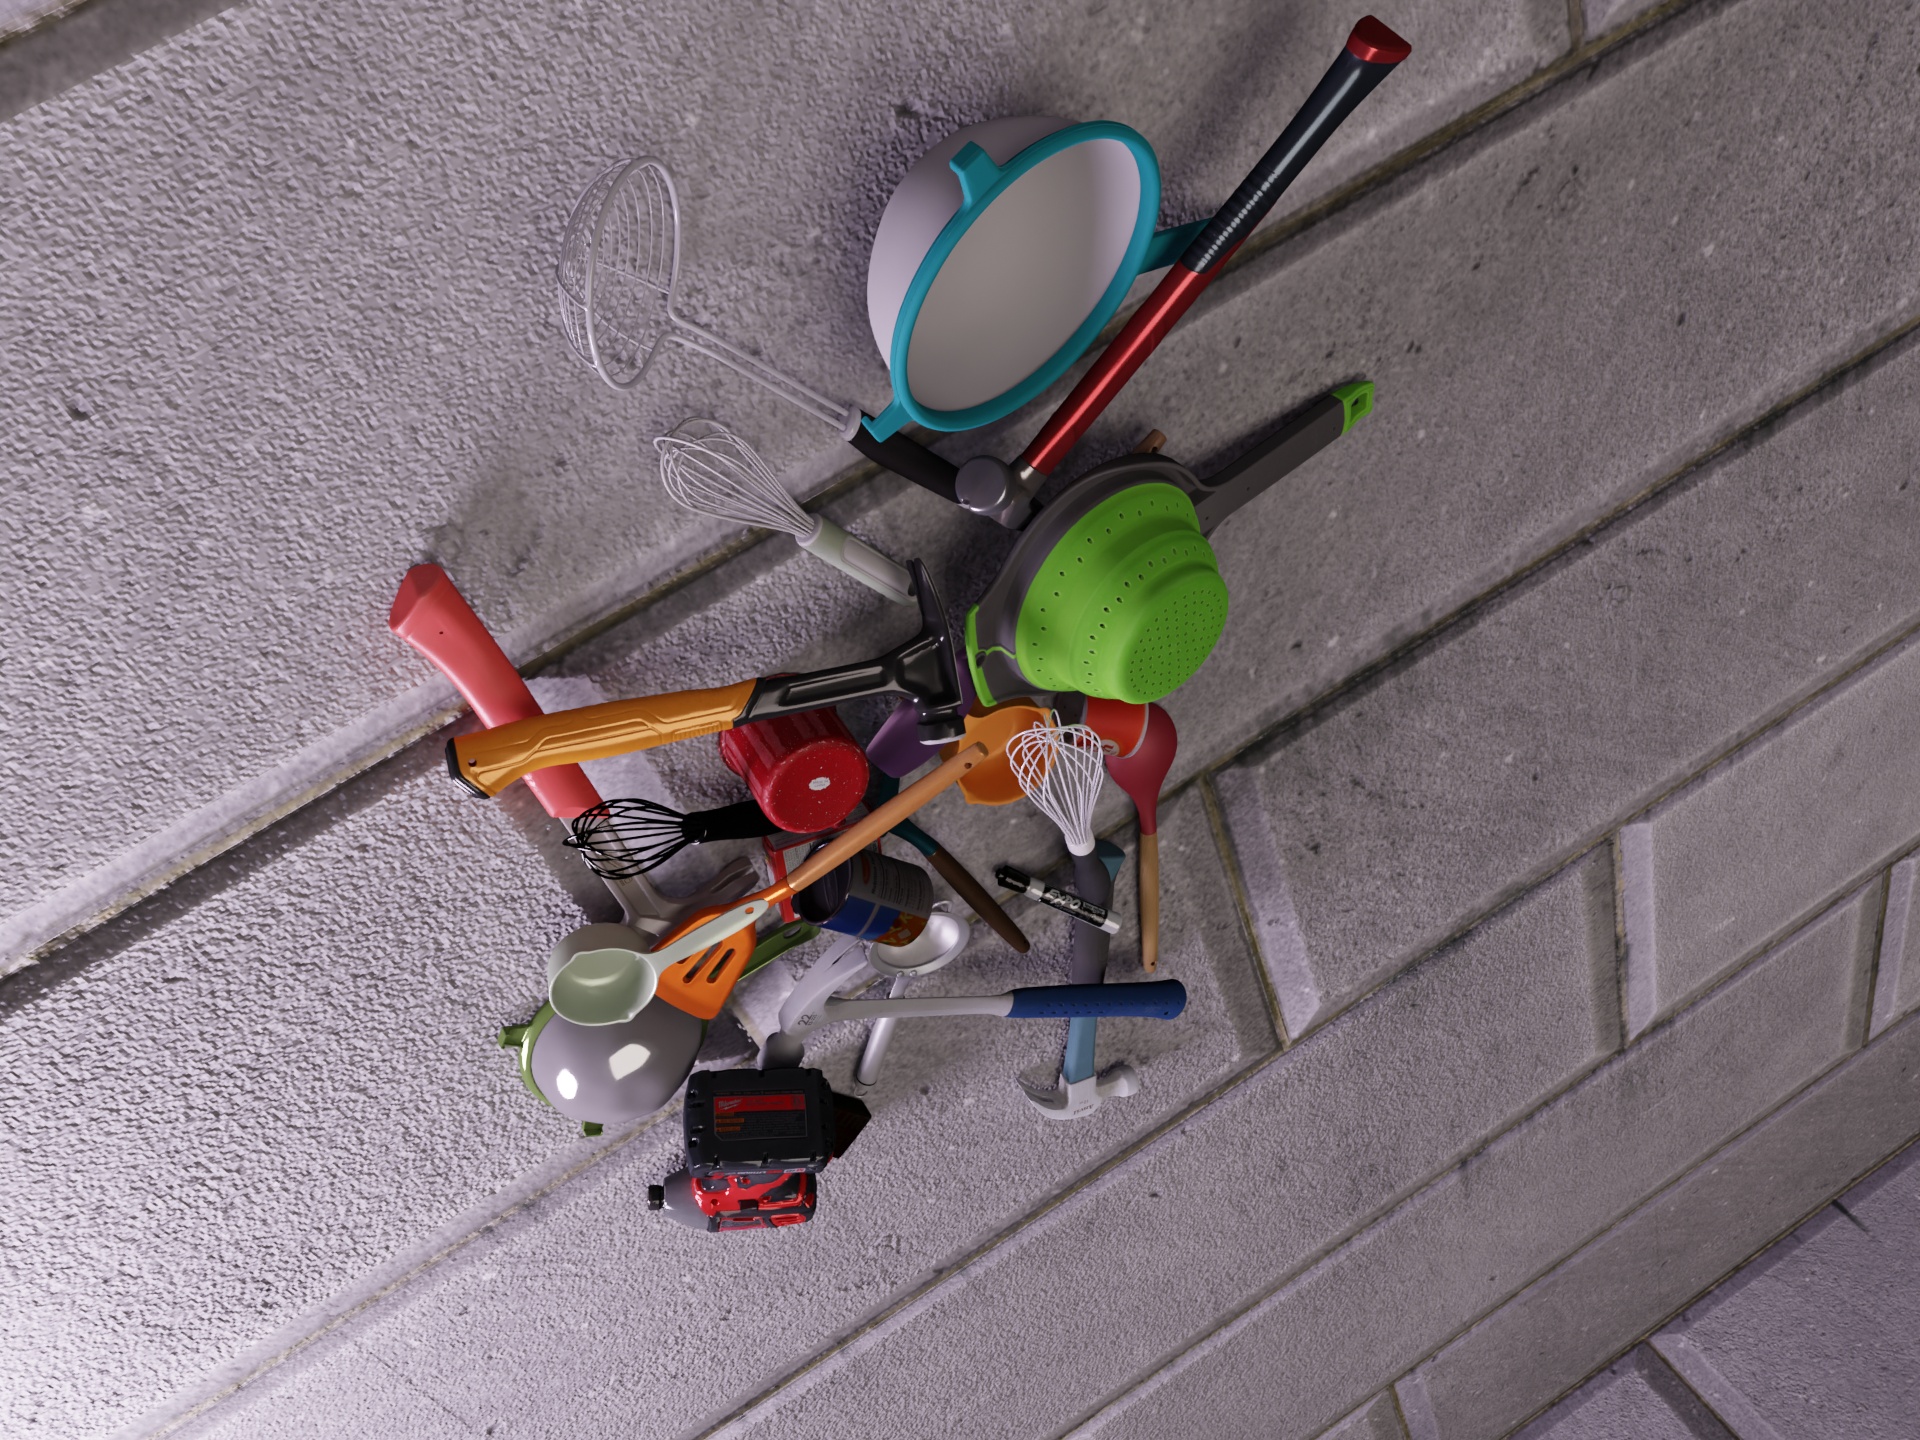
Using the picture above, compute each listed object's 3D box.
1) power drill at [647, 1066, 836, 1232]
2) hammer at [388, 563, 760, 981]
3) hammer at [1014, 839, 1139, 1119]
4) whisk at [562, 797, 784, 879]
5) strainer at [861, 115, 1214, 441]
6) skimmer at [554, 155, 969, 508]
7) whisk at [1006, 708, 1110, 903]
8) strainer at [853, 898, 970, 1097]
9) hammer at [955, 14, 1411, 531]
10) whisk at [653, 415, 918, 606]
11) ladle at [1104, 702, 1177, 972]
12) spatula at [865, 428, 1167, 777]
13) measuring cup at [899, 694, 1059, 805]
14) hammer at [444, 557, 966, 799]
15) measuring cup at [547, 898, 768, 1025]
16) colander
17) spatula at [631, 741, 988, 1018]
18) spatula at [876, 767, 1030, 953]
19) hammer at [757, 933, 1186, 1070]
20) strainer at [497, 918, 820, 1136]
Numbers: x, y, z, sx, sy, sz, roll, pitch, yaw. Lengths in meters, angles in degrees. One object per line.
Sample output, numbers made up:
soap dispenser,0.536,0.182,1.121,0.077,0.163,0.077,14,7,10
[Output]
power drill,-0.179,0.359,1.294,0.143,0.079,0.219,1,146,-13
hammer,-0.266,0.033,1.078,0.149,0.037,0.358,-31,132,-9
hammer,0.117,0.243,1.458,0.128,0.033,0.330,-15,128,-23
whisk,-0.182,0.073,1.100,0.239,0.055,0.055,-5,128,-60
strainer,0.059,-0.308,1.004,0.340,0.095,0.210,-27,153,-40
skimmer,-0.094,-0.209,0.972,0.363,0.090,0.127,24,76,-42
whisk,0.088,0.078,1.244,0.070,0.070,0.284,-32,148,-7
strainer,-0.055,0.231,1.342,0.086,0.050,0.258,2,126,-25
hammer,0.149,-0.280,1.037,0.386,0.038,0.143,-49,165,15
whisk,-0.105,-0.130,1.053,0.246,0.059,0.058,28,77,-45
ladle,0.164,0.115,1.401,0.069,0.031,0.315,-21,132,-16
spatula,0.045,-0.085,1.148,0.316,0.018,0.059,-51,133,-1
measuring cup,-0.002,-0.004,1.202,0.173,0.052,0.095,35,99,-36
hammer,-0.164,-0.015,1.039,0.337,0.034,0.127,-13,97,-17
measuring cup,-0.217,0.158,1.139,0.167,0.038,0.083,-27,131,-3
colander,0.186,-0.125,1.157,0.397,0.095,0.204,-36,145,-17
spatula,-0.103,0.111,1.139,0.322,0.041,0.081,-36,121,24
spatula,-0.004,0.116,1.285,0.044,0.082,0.317,-7,144,27
hammer,0.033,0.237,1.346,0.405,0.035,0.144,5,128,-35
strainer,-0.213,0.237,1.230,0.256,0.069,0.151,-31,132,-6
